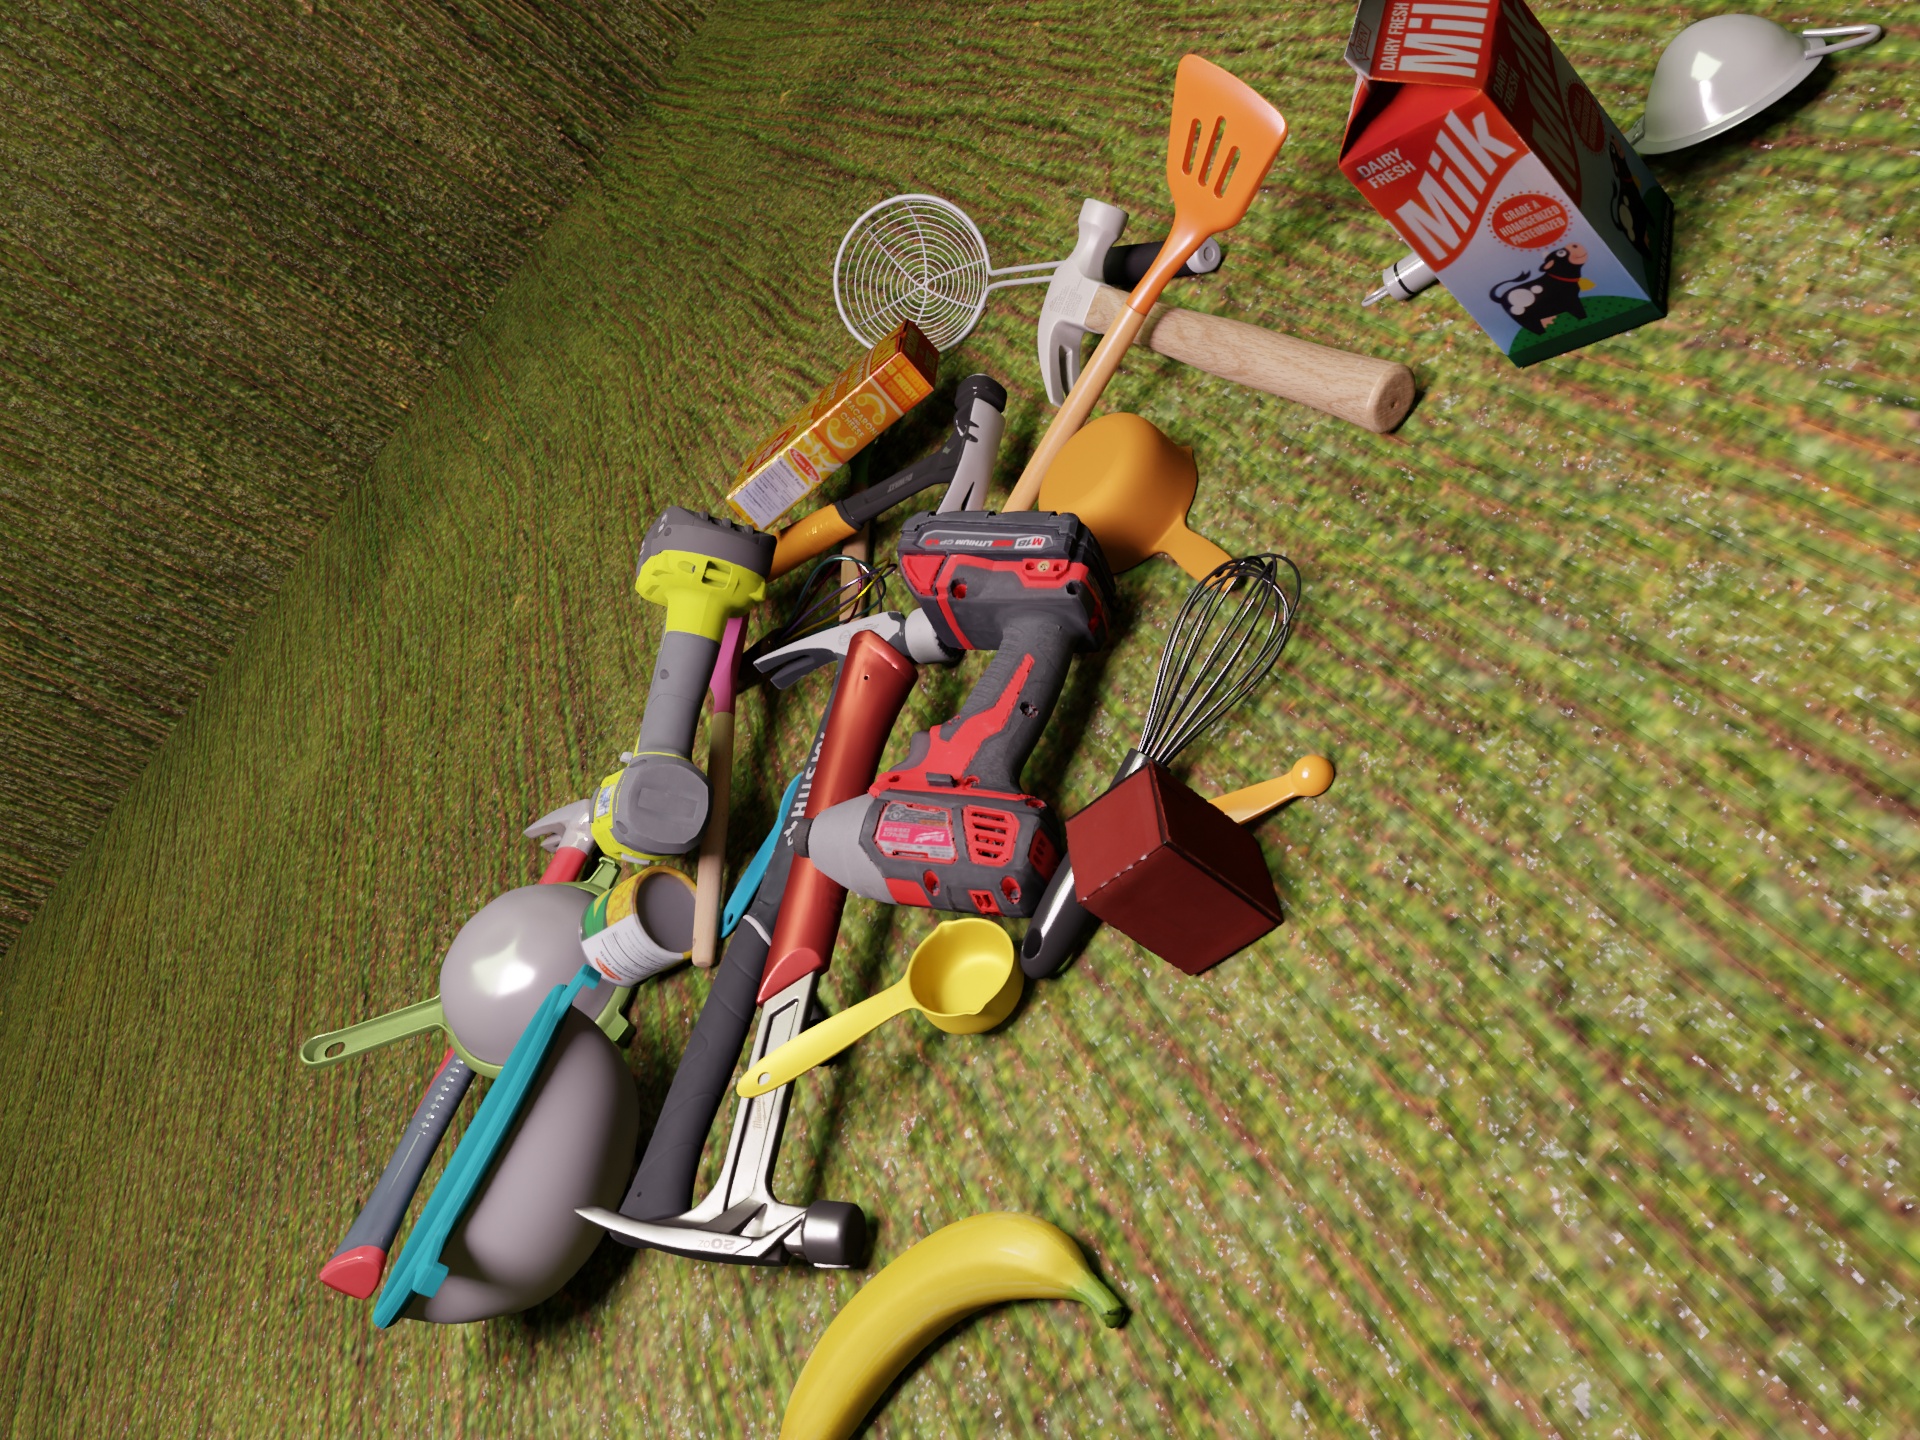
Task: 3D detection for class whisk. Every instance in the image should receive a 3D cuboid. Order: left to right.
[{"bbox_3d":[-0.118,-0.061,1.111,0.245,0.051,0.047,-29,51,52],"label":"whisk"},{"bbox_3d":[0.094,0.022,0.771,0.239,0.055,0.055,-60,31,0],"label":"whisk"}]

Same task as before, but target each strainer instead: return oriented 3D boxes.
[{"bbox_3d":[-0.349,0.181,1.090,0.256,0.069,0.152,-20,51,6],"label":"strainer"},{"bbox_3d":[-0.273,0.297,0.983,0.340,0.095,0.211,-48,16,54],"label":"strainer"},{"bbox_3d":[0.300,-0.270,0.770,0.258,0.050,0.087,-29,24,42],"label":"strainer"}]

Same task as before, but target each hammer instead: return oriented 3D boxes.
[{"bbox_3d":[-0.357,0.225,1.159,0.143,0.038,0.387,-18,41,47],"label":"hammer"},{"bbox_3d":[-0.116,0.105,0.935,0.149,0.036,0.409,-5,53,36],"label":"hammer"},{"bbox_3d":[-0.091,0.110,0.867,0.149,0.036,0.359,1,60,19],"label":"hammer"},{"bbox_3d":[-0.096,-0.132,1.138,0.337,0.034,0.127,-19,49,46],"label":"hammer"},{"bbox_3d":[0.140,-0.218,0.922,0.332,0.031,0.130,40,113,54],"label":"hammer"}]

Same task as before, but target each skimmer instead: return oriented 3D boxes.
[{"bbox_3d":[0.034,-0.323,1.133,0.363,0.090,0.127,17,103,56],"label":"skimmer"}]

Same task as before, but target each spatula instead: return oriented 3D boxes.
[{"bbox_3d":[0.086,-0.223,0.937,0.081,0.041,0.322,46,122,24],"label":"spatula"}]

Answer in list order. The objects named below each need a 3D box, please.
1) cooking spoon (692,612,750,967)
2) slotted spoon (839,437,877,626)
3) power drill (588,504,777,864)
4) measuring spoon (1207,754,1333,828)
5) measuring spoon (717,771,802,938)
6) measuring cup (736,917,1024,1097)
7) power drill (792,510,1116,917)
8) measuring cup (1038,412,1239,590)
[{"bbox_3d":[-0.165,0.020,1.098,0.068,0.017,0.319,-39,42,46],"label":"cooking spoon"},{"bbox_3d":[-0.078,-0.154,1.186,0.070,0.031,0.314,-34,39,32],"label":"slotted spoon"},{"bbox_3d":[-0.199,-0.014,1.078,0.190,0.080,0.228,162,121,-67],"label":"power drill"},{"bbox_3d":[0.115,0.042,0.727,0.117,0.011,0.021,-25,49,21],"label":"measuring spoon"},{"bbox_3d":[-0.118,0.090,1.025,0.128,0.021,0.042,-58,33,13],"label":"measuring spoon"},{"bbox_3d":[-0.039,0.153,0.793,0.156,0.029,0.062,-29,42,4],"label":"measuring cup"},{"bbox_3d":[-0.001,-0.003,0.852,0.143,0.078,0.220,3,61,24],"label":"power drill"},{"bbox_3d":[0.099,-0.117,0.882,0.095,0.052,0.174,-50,29,8],"label":"measuring cup"}]
